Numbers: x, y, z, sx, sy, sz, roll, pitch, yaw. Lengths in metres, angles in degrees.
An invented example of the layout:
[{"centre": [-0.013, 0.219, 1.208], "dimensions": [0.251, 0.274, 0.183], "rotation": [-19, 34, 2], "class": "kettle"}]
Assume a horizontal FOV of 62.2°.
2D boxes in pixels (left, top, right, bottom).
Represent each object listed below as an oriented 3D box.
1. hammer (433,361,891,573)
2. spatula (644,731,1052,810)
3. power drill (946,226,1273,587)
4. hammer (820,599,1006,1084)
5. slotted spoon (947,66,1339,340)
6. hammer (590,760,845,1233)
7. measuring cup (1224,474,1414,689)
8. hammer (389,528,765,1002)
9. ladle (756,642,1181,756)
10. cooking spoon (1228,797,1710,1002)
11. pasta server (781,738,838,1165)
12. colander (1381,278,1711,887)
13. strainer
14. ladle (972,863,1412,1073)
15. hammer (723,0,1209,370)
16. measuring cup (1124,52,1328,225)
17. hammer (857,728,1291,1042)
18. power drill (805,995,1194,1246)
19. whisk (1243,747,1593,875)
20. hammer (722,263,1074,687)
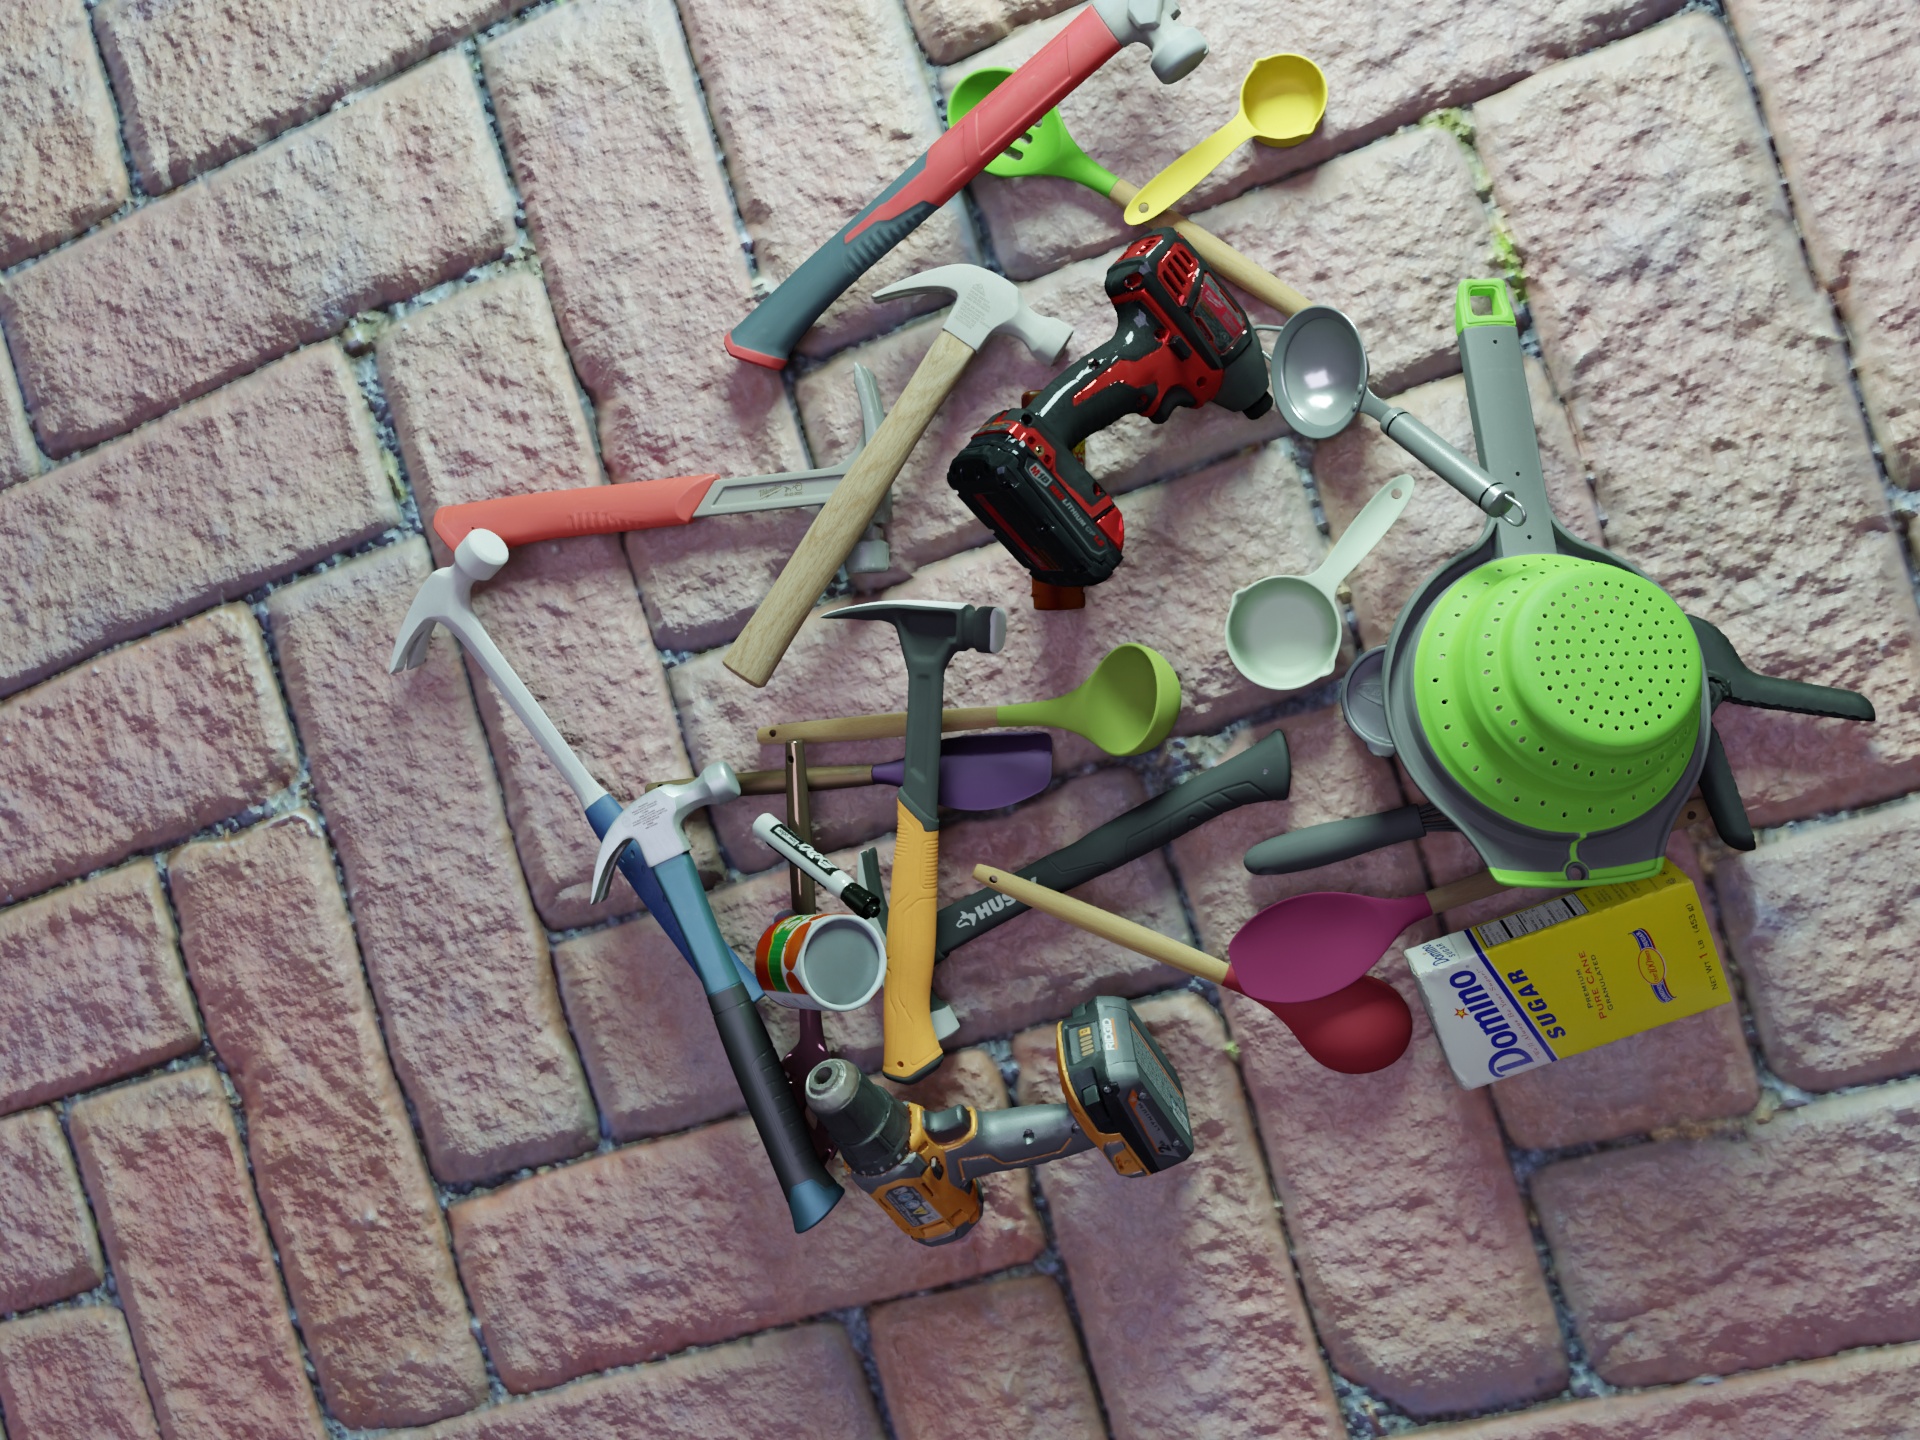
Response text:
[{"centre": [-0.226, -0.171, 1.184], "dimensions": [0.359, 0.036, 0.149], "rotation": [-3, 91, 15], "class": "hammer"}, {"centre": [-0.087, 0.043, 1.161], "dimensions": [0.316, 0.018, 0.060], "rotation": [-4, 64, 17], "class": "spatula"}, {"centre": [0.108, -0.196, 1.031], "dimensions": [0.143, 0.079, 0.220], "rotation": [45, 76, -22], "class": "power drill"}, {"centre": [-0.038, 0.085, 1.104], "dimensions": [0.127, 0.034, 0.337], "rotation": [4, 96, 19], "class": "hammer"}, {"centre": [0.125, -0.347, 1.086], "dimensions": [0.314, 0.031, 0.070], "rotation": [36, 101, 9], "class": "slotted spoon"}, {"centre": [-0.162, 0.204, 1.138], "dimensions": [0.128, 0.033, 0.331], "rotation": [-24, 87, 4], "class": "hammer"}, {"centre": [0.245, -0.094, 1.059], "dimensions": [0.083, 0.038, 0.167], "rotation": [40, 100, 10], "class": "measuring cup"}, {"centre": [-0.284, 0.056, 1.200], "dimensions": [0.144, 0.035, 0.405], "rotation": [-40, 85, 29], "class": "hammer"}, {"centre": [-0.002, -0.004, 1.121], "dimensions": [0.320, 0.062, 0.078], "rotation": [-5, 75, 18], "class": "ladle"}, {"centre": [0.329, 0.111, 1.034], "dimensions": [0.319, 0.017, 0.069], "rotation": [-21, 88, 8], "class": "cooking spoon"}, {"centre": [-0.115, 0.172, 1.156], "dimensions": [0.060, 0.040, 0.316], "rotation": [0, 97, 23], "class": "pasta server"}, {"centre": [0.354, -0.103, 0.951], "dimensions": [0.204, 0.094, 0.397], "rotation": [-3, 75, -4], "class": "colander"}, {"centre": [0.270, -0.189, 0.997], "dimensions": [0.259, 0.050, 0.086], "rotation": [55, 143, 44], "class": "strainer"}, {"centre": [0.155, 0.161, 1.077], "dimensions": [0.315, 0.031, 0.069], "rotation": [22, 94, 6], "class": "ladle"}, {"centre": [-0.026, -0.385, 1.092], "dimensions": [0.386, 0.038, 0.143], "rotation": [-35, 89, 21], "class": "hammer"}, {"centre": [0.175, -0.381, 1.065], "dimensions": [0.156, 0.029, 0.062], "rotation": [-36, 83, 11], "class": "measuring cup"}, {"centre": [0.080, 0.095, 1.113], "dimensions": [0.335, 0.035, 0.146], "rotation": [-29, 86, 14], "class": "hammer"}, {"centre": [0.022, 0.263, 1.074], "dimensions": [0.226, 0.084, 0.185], "rotation": [-23, 127, 15], "class": "power drill"}, {"centre": [0.301, 0.066, 1.046], "dimensions": [0.239, 0.055, 0.055], "rotation": [-17, 88, 19], "class": "whisk"}, {"centre": [-0.066, -0.169, 1.109], "dimensions": [0.130, 0.031, 0.331], "rotation": [34, 93, -1], "class": "hammer"}]
